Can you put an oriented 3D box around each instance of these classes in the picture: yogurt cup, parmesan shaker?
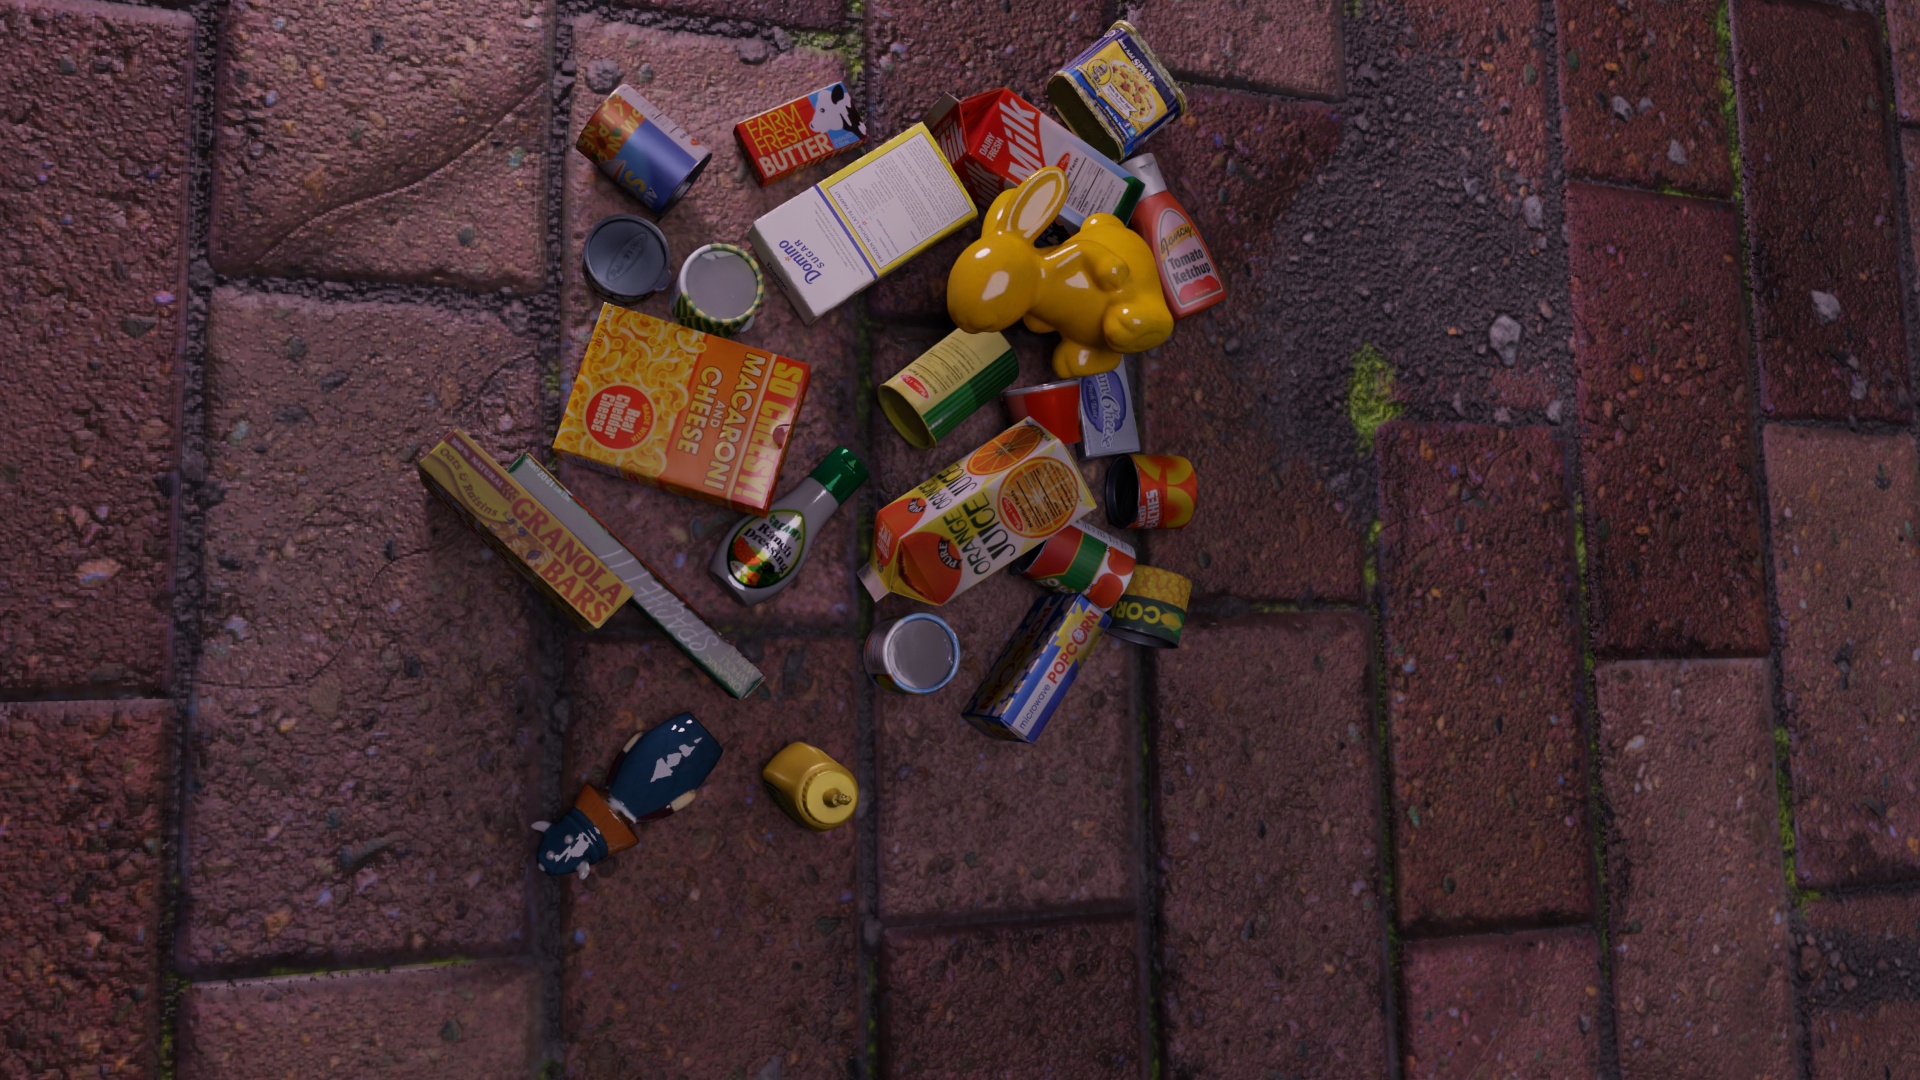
[{"bbox_3d":[0.073,-0.106,1.187,0.072,0.072,0.054,-13,97,-20],"label":"yogurt cup"},{"bbox_3d":[-0.007,-0.129,1.157,0.103,0.071,0.071,-39,98,-20],"label":"parmesan shaker"}]

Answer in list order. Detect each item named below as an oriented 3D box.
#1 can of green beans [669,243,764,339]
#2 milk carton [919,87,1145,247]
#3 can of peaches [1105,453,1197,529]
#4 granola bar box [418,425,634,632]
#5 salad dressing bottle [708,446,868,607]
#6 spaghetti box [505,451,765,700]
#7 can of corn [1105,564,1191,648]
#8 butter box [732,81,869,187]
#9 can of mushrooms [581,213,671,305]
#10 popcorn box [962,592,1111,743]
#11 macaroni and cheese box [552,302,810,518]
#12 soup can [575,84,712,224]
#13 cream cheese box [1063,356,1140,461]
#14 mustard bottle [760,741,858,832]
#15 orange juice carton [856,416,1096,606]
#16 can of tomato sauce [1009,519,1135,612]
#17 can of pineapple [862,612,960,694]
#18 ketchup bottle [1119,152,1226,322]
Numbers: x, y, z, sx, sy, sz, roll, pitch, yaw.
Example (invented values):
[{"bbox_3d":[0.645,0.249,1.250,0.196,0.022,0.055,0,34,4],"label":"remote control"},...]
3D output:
[{"bbox_3d":[-0.193,-0.197,1.103,0.071,0.057,0.071,2,84,-20],"label":"can of green beans"},{"bbox_3d":[0.055,-0.320,1.199,0.190,0.072,0.073,30,75,-15],"label":"milk carton"},{"bbox_3d":[0.167,-0.041,1.209,0.058,0.071,0.071,1,84,-20],"label":"can of peaches"},{"bbox_3d":[-0.315,-0.002,1.003,0.165,0.124,0.039,45,73,-10],"label":"granola bar box"},{"bbox_3d":[-0.135,-0.014,1.111,0.064,0.044,0.148,44,72,-5],"label":"salad dressing bottle"},{"bbox_3d":[-0.250,0.030,1.062,0.250,0.050,0.029,45,74,-10],"label":"spaghetti box"},{"bbox_3d":[0.161,0.056,1.196,0.071,0.071,0.058,18,78,-17],"label":"can of corn"},{"bbox_3d":[-0.133,-0.339,1.158,0.104,0.024,0.053,-30,94,-20],"label":"butter box"},{"bbox_3d":[-0.262,-0.219,1.094,0.071,0.033,0.071,2,83,-20],"label":"can of mushrooms"},{"bbox_3d":[0.062,0.105,1.147,0.038,0.085,0.127,39,73,-13],"label":"popcorn box"},{"bbox_3d":[-0.213,-0.099,1.075,0.166,0.040,0.124,16,77,-4],"label":"macaroni and cheese box"},{"bbox_3d":[-0.250,-0.303,1.091,0.083,0.071,0.071,38,74,-12],"label":"soup can"},{"bbox_3d":[0.122,-0.125,1.226,0.053,0.024,0.104,-9,87,-21],"label":"cream cheese box"},{"bbox_3d":[-0.108,0.187,1.038,0.049,0.160,0.065,-40,97,-17],"label":"mustard bottle"},{"bbox_3d":[0.004,-0.014,1.123,0.193,0.072,0.072,-32,116,-4],"label":"orange juice carton"},{"bbox_3d":[0.096,0.018,1.180,0.083,0.071,0.071,27,76,-16],"label":"can of tomato sauce"},{"bbox_3d":[-0.038,0.093,1.127,0.071,0.057,0.071,2,84,-20],"label":"can of pineapple"},{"bbox_3d":[0.185,-0.274,1.255,0.065,0.043,0.148,-24,92,-21],"label":"ketchup bottle"}]
